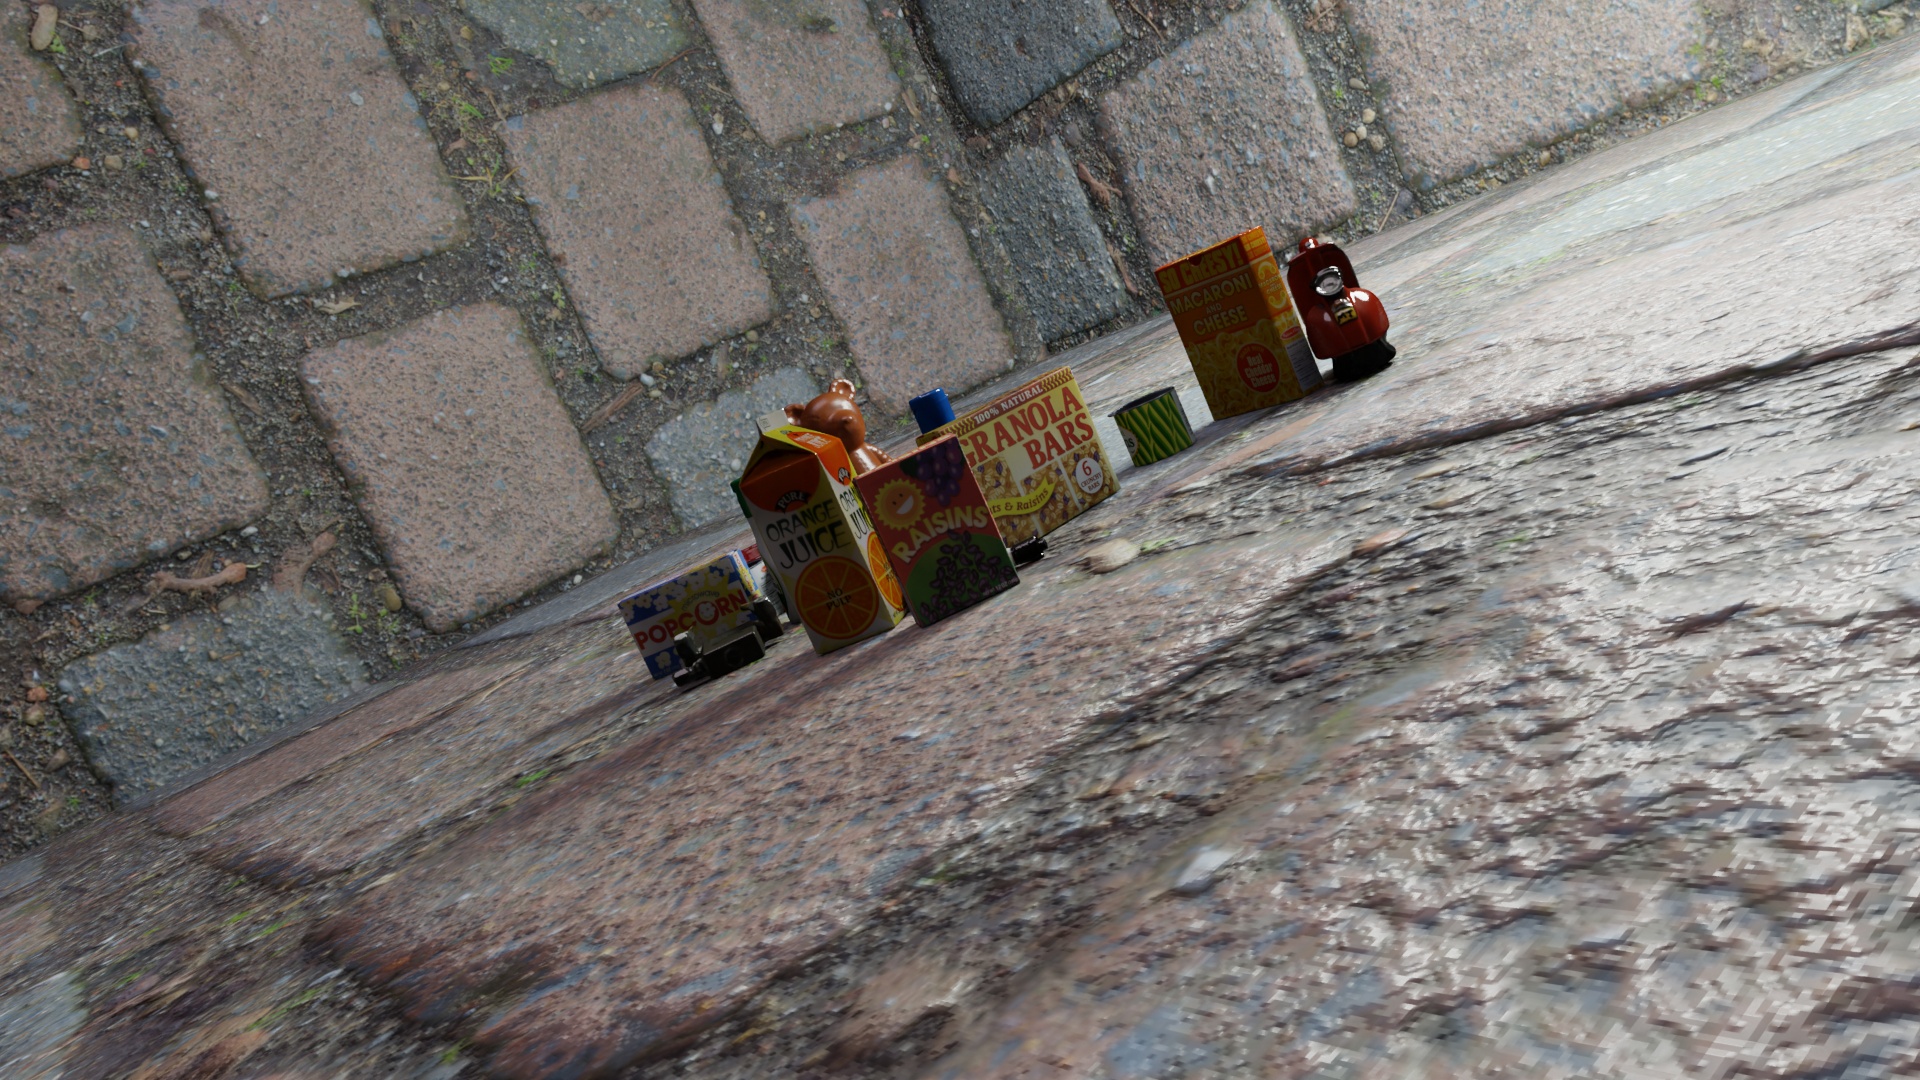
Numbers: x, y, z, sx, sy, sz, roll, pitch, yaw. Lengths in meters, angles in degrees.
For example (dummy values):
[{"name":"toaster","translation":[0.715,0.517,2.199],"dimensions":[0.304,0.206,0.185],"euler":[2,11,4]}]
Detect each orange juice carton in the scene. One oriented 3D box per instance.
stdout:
[{"name":"orange juice carton","translation":[-0.113,-0.014,1.115],"dimensions":[0.073,0.192,0.072],"euler":[-22,8,16]}]

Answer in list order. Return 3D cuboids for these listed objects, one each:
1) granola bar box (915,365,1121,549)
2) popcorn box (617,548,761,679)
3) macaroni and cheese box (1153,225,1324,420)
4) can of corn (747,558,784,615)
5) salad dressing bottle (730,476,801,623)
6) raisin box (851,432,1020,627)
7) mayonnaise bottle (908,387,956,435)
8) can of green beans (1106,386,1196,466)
[{"name":"granola bar box","translation":[0.053,-0.066,1.216],"dimensions":[0.166,0.124,0.039],"euler":[-30,9,-36]},{"name":"popcorn box","translation":[-0.258,0.072,1.352],"dimensions":[0.126,0.085,0.038],"euler":[-23,8,10]},{"name":"macaroni and cheese box","translation":[0.272,-0.210,1.368],"dimensions":[0.040,0.166,0.123],"euler":[-29,9,-33]},{"name":"can of corn","translation":[-0.223,0.059,1.432],"dimensions":[0.071,0.058,0.071],"euler":[-24,8,4]},{"name":"salad dressing bottle","translation":[-0.172,0.004,1.322],"dimensions":[0.044,0.147,0.064],"euler":[-25,8,-4]},{"name":"raisin box","translation":[-0.018,-0.008,1.051],"dimensions":[0.086,0.123,0.040],"euler":[-25,8,-6]},{"name":"mayonnaise bottle","translation":[-0.005,-0.075,1.352],"dimensions":[0.041,0.148,0.065],"euler":[-26,8,-13]},{"name":"can of green beans","translation":[0.188,-0.111,1.352],"dimensions":[0.071,0.057,0.071],"euler":[-24,8,4]}]
